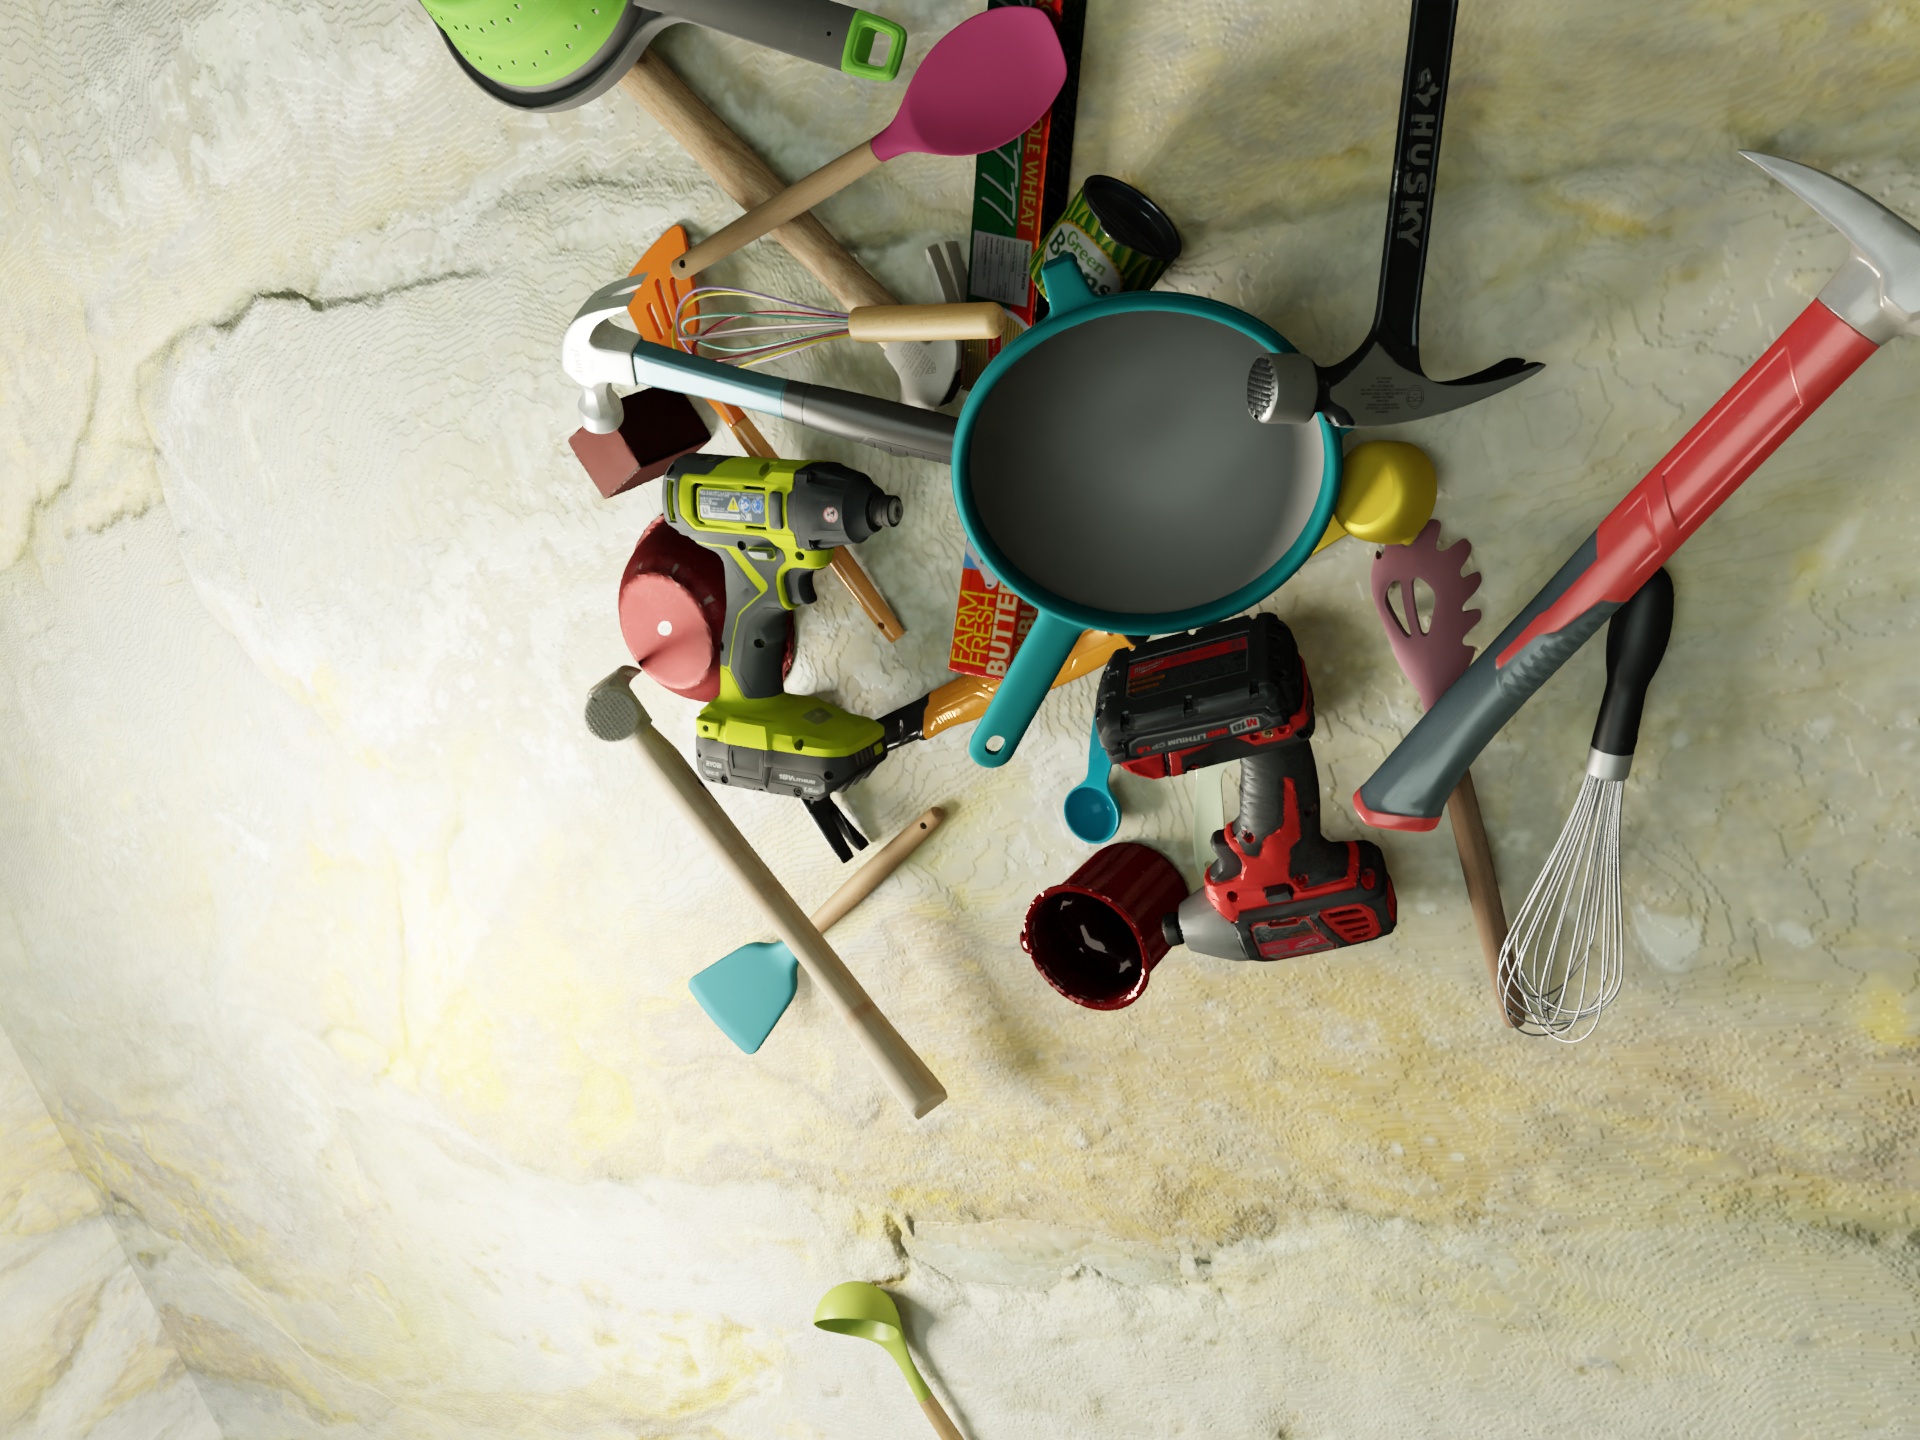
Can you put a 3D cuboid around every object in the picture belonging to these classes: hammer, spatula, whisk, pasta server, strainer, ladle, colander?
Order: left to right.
[{"bbox_3d":[-0.218,-0.461,0.966,0.397,0.094,0.204,25,111,20],"label":"colander"},{"bbox_3d":[-0.134,-0.191,1.111,0.081,0.041,0.322,-33,95,40],"label":"spatula"},{"bbox_3d":[-0.141,0.132,1.193,0.038,0.146,0.410,-36,103,0],"label":"hammer"},{"bbox_3d":[-0.115,-0.328,1.022,0.331,0.031,0.130,47,130,8],"label":"hammer"},{"bbox_3d":[-0.096,-0.198,1.000,0.331,0.033,0.128,16,147,8],"label":"hammer"},{"bbox_3d":[-0.107,0.158,1.246,0.082,0.044,0.317,48,129,4],"label":"spatula"},{"bbox_3d":[-0.082,-0.242,0.993,0.245,0.047,0.051,6,156,29],"label":"whisk"},{"bbox_3d":[-0.024,0.631,1.412,0.078,0.062,0.320,-27,98,41],"label":"ladle"},{"bbox_3d":[-0.002,-0.004,1.099,0.337,0.034,0.127,-25,95,40],"label":"hammer"},{"bbox_3d":[0.080,-0.114,0.934,0.211,0.095,0.340,20,130,-10],"label":"strainer"},{"bbox_3d":[0.228,-0.342,0.741,0.149,0.036,0.408,-1,110,-13],"label":"hammer"},{"bbox_3d":[0.292,0.039,0.921,0.060,0.040,0.316,-5,113,37],"label":"pasta server"},{"bbox_3d":[0.316,-0.089,0.801,0.143,0.038,0.386,48,126,18],"label":"hammer"},{"bbox_3d":[0.349,0.051,0.870,0.070,0.070,0.284,16,115,28],"label":"whisk"}]

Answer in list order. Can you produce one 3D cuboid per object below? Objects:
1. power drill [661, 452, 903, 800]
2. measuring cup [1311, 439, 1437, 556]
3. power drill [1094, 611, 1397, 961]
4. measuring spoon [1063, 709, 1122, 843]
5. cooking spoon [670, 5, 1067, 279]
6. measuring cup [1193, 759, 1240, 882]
[{"bbox_3d":[-0.115,-0.066,1.085,0.171,0.080,0.223,8,110,26],"label":"power drill"},{"bbox_3d":[0.198,-0.108,0.902,0.156,0.029,0.062,-29,69,45],"label":"measuring cup"},{"bbox_3d":[0.163,0.055,0.940,0.143,0.079,0.219,-15,123,20],"label":"power drill"},{"bbox_3d":[0.098,0.021,1.057,0.042,0.021,0.128,20,113,28],"label":"measuring spoon"},{"bbox_3d":[-0.067,-0.332,0.954,0.319,0.017,0.068,-16,101,38],"label":"cooking spoon"},{"bbox_3d":[0.164,0.025,0.997,0.083,0.038,0.167,13,121,29],"label":"measuring cup"}]
